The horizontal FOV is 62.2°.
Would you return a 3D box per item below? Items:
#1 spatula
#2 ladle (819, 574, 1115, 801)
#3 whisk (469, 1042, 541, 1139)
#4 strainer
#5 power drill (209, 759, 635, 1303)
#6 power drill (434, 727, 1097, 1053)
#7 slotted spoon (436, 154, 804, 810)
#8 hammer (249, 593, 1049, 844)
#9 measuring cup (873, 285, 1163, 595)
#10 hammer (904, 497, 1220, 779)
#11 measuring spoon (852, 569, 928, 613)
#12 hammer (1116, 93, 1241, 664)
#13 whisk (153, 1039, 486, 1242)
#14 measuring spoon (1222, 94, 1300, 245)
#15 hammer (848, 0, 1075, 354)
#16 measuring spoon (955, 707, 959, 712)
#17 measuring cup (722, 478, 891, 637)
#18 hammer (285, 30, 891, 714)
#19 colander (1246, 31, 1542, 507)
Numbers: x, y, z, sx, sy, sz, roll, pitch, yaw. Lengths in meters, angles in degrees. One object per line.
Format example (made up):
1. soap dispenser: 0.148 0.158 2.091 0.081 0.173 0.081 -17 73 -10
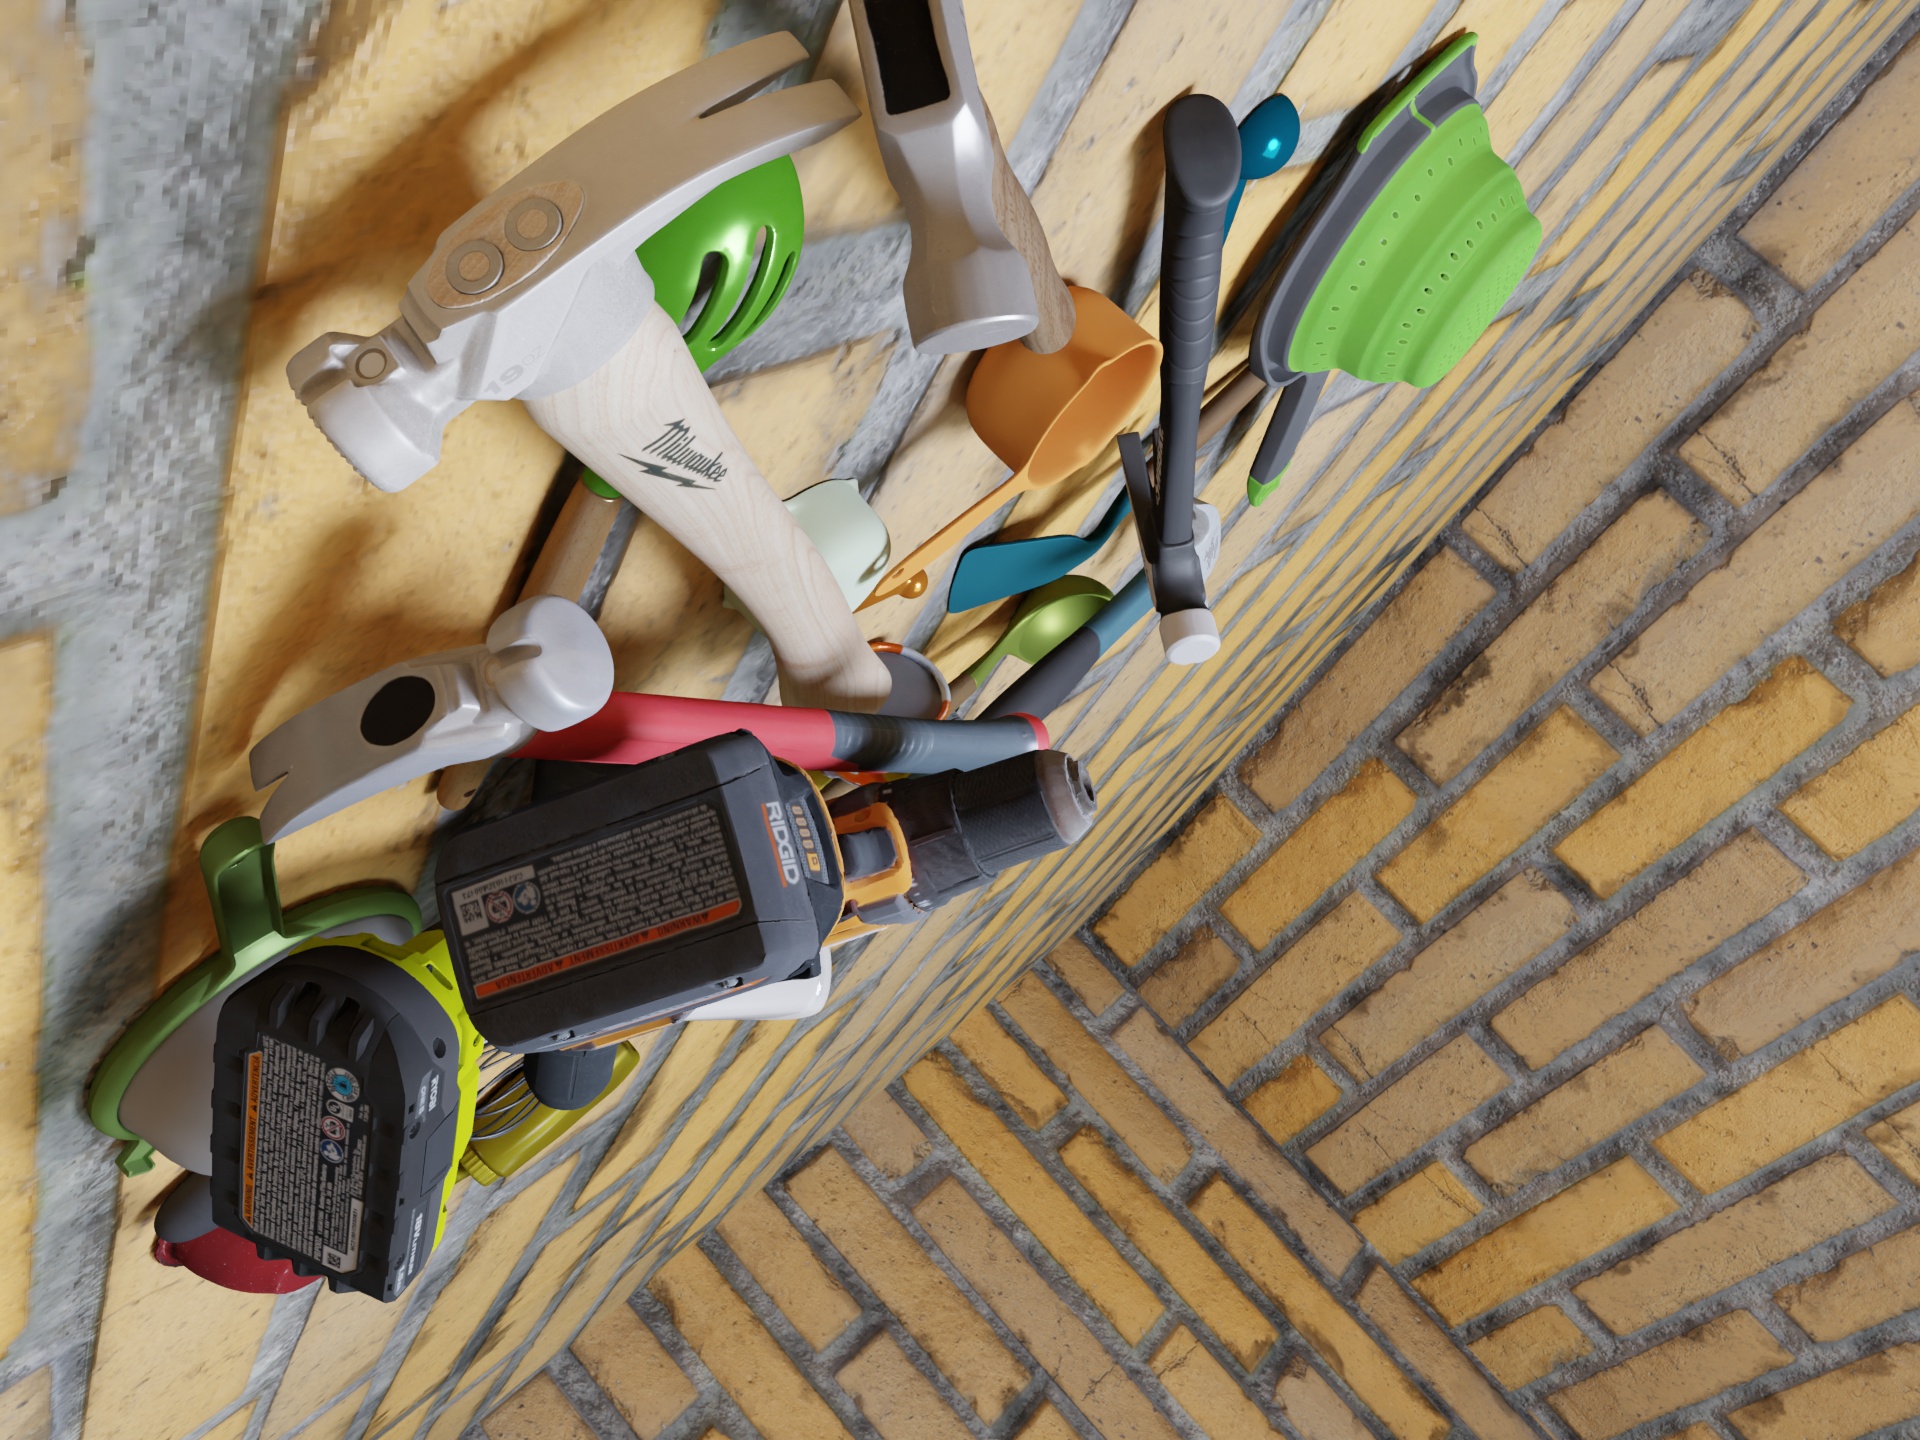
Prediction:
1. spatula: 0.118 -0.167 0.993 0.317 0.044 0.082 -44 169 -21
2. ladle: -0.002 -0.003 0.999 0.320 0.062 0.078 -41 163 -39
3. whisk: -0.244 0.196 1.014 0.055 0.055 0.239 -51 170 31
4. strainer: -0.262 0.118 0.629 0.151 0.069 0.256 -35 167 -32
5. power drill: -0.192 0.123 0.648 0.228 0.080 0.190 -49 155 -63
6. power drill: -0.055 0.052 0.582 0.185 0.084 0.226 -19 172 15
7. slotted spoon: -0.130 -0.064 0.549 0.070 0.031 0.313 -21 157 -47
8. hammer: -0.082 0.012 0.639 0.143 0.038 0.386 -21 167 27
9. measuring cup: 0.013 -0.128 0.720 0.173 0.052 0.095 -41 167 -8
10. hammer: 0.072 -0.039 0.988 0.331 0.033 0.128 -43 148 -37
11. measuring spoon: -0.052 -0.059 0.836 0.117 0.011 0.021 -28 160 -51
12. hammer: 0.110 -0.171 0.796 0.035 0.146 0.334 -9 152 0
13. whisk: -0.274 0.166 0.787 0.284 0.070 0.070 -37 167 -7
14. measuring spoon: 0.138 -0.249 0.778 0.042 0.021 0.128 -38 165 -22
15. hammer: 0.012 -0.164 0.517 0.031 0.130 0.331 -11 -177 9
16. measuring spoon: -0.034 0.035 1.188 0.124 0.018 0.034 -50 165 26
17. measuring cup: -0.071 -0.073 0.667 0.083 0.038 0.167 -43 170 0
18. hammer: -0.066 -0.068 0.558 0.146 0.038 0.410 -37 165 -2
19. colander: 0.260 -0.228 0.991 0.204 0.094 0.396 -46 166 -20
